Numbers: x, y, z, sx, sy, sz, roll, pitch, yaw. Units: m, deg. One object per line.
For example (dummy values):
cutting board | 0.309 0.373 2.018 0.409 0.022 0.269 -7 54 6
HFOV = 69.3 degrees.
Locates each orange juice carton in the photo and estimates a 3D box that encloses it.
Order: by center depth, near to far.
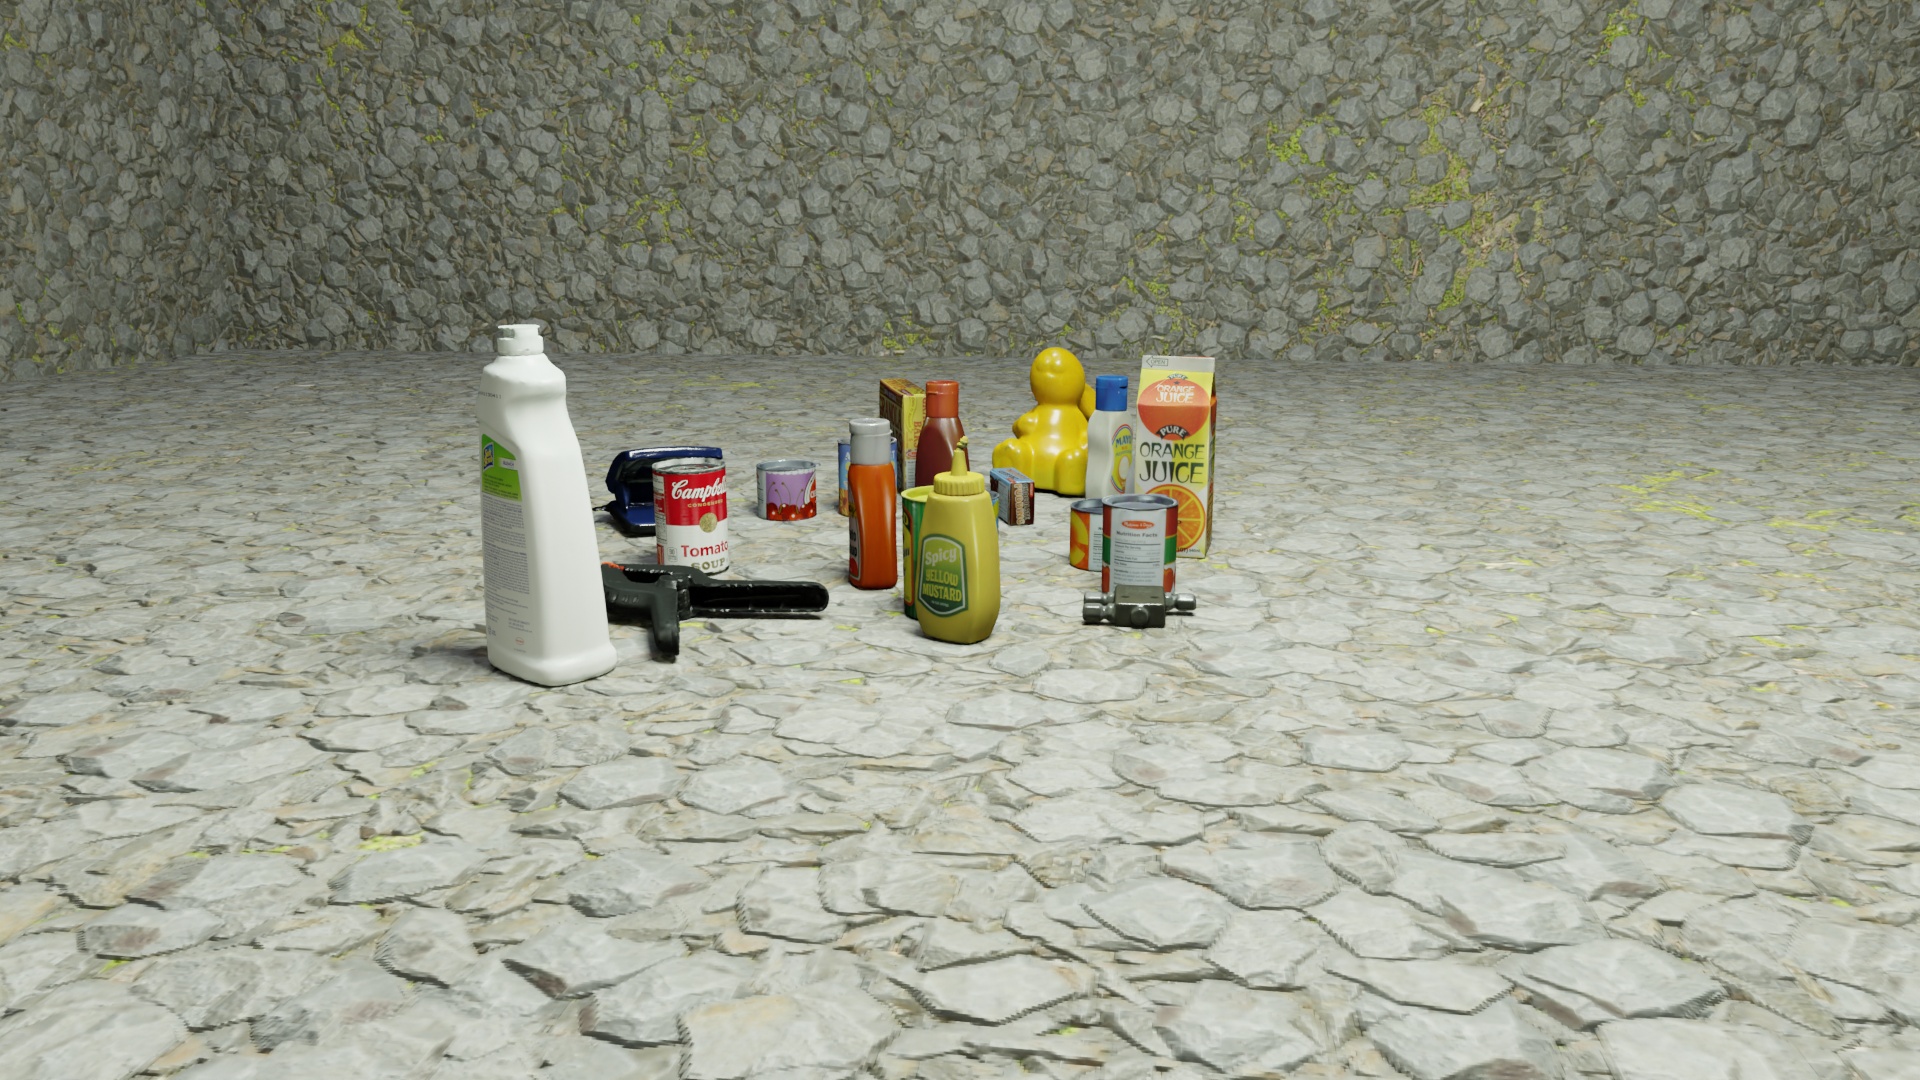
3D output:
orange juice carton | 0.211 -0.085 1.363 0.072 0.192 0.073 3 13 14

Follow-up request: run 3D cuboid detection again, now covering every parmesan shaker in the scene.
parmesan shaker | -0.016 0.011 1.151 0.071 0.102 0.071 0 13 0

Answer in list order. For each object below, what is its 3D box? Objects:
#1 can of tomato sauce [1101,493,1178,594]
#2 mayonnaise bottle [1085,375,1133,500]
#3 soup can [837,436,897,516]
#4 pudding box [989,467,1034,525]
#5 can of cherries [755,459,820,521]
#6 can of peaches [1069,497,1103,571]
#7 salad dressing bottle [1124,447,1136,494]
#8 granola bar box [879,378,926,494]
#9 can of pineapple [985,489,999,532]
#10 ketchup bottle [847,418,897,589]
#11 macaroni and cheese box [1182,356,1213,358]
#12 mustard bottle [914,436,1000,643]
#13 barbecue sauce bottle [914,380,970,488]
can of tomato sauce | 0.157 0.005 1.219 0.071 0.083 0.071 0 13 0
mayonnaise bottle | 0.171 -0.113 1.581 0.041 0.147 0.065 11 17 41
soup can | -0.103 -0.071 1.549 0.071 0.083 0.071 0 13 0
pudding box | 0.056 -0.049 1.526 0.030 0.049 0.084 -3 13 -14
can of cherries | -0.190 -0.056 1.542 0.071 0.058 0.071 0 13 0
can of peaches | 0.136 -0.006 1.321 0.071 0.058 0.071 0 13 0
salad dressing bottle | 0.201 -0.080 1.444 0.064 0.147 0.044 -9 15 -35
granola bar box | -0.068 -0.128 1.702 0.039 0.124 0.166 -3 13 -13
can of pineapple | 0.005 -0.017 1.372 0.071 0.057 0.071 0 13 0
ketchup bottle | -0.079 -0.034 1.247 0.043 0.148 0.065 -3 13 -12
macaroni and cheese box | 0.258 -0.119 1.567 0.040 0.166 0.124 4 13 18
mustard bottle | -0.002 -0.002 1.082 0.065 0.159 0.049 8 15 32
barbecue sauce bottle | -0.020 -0.101 1.534 0.065 0.148 0.044 8 15 34
